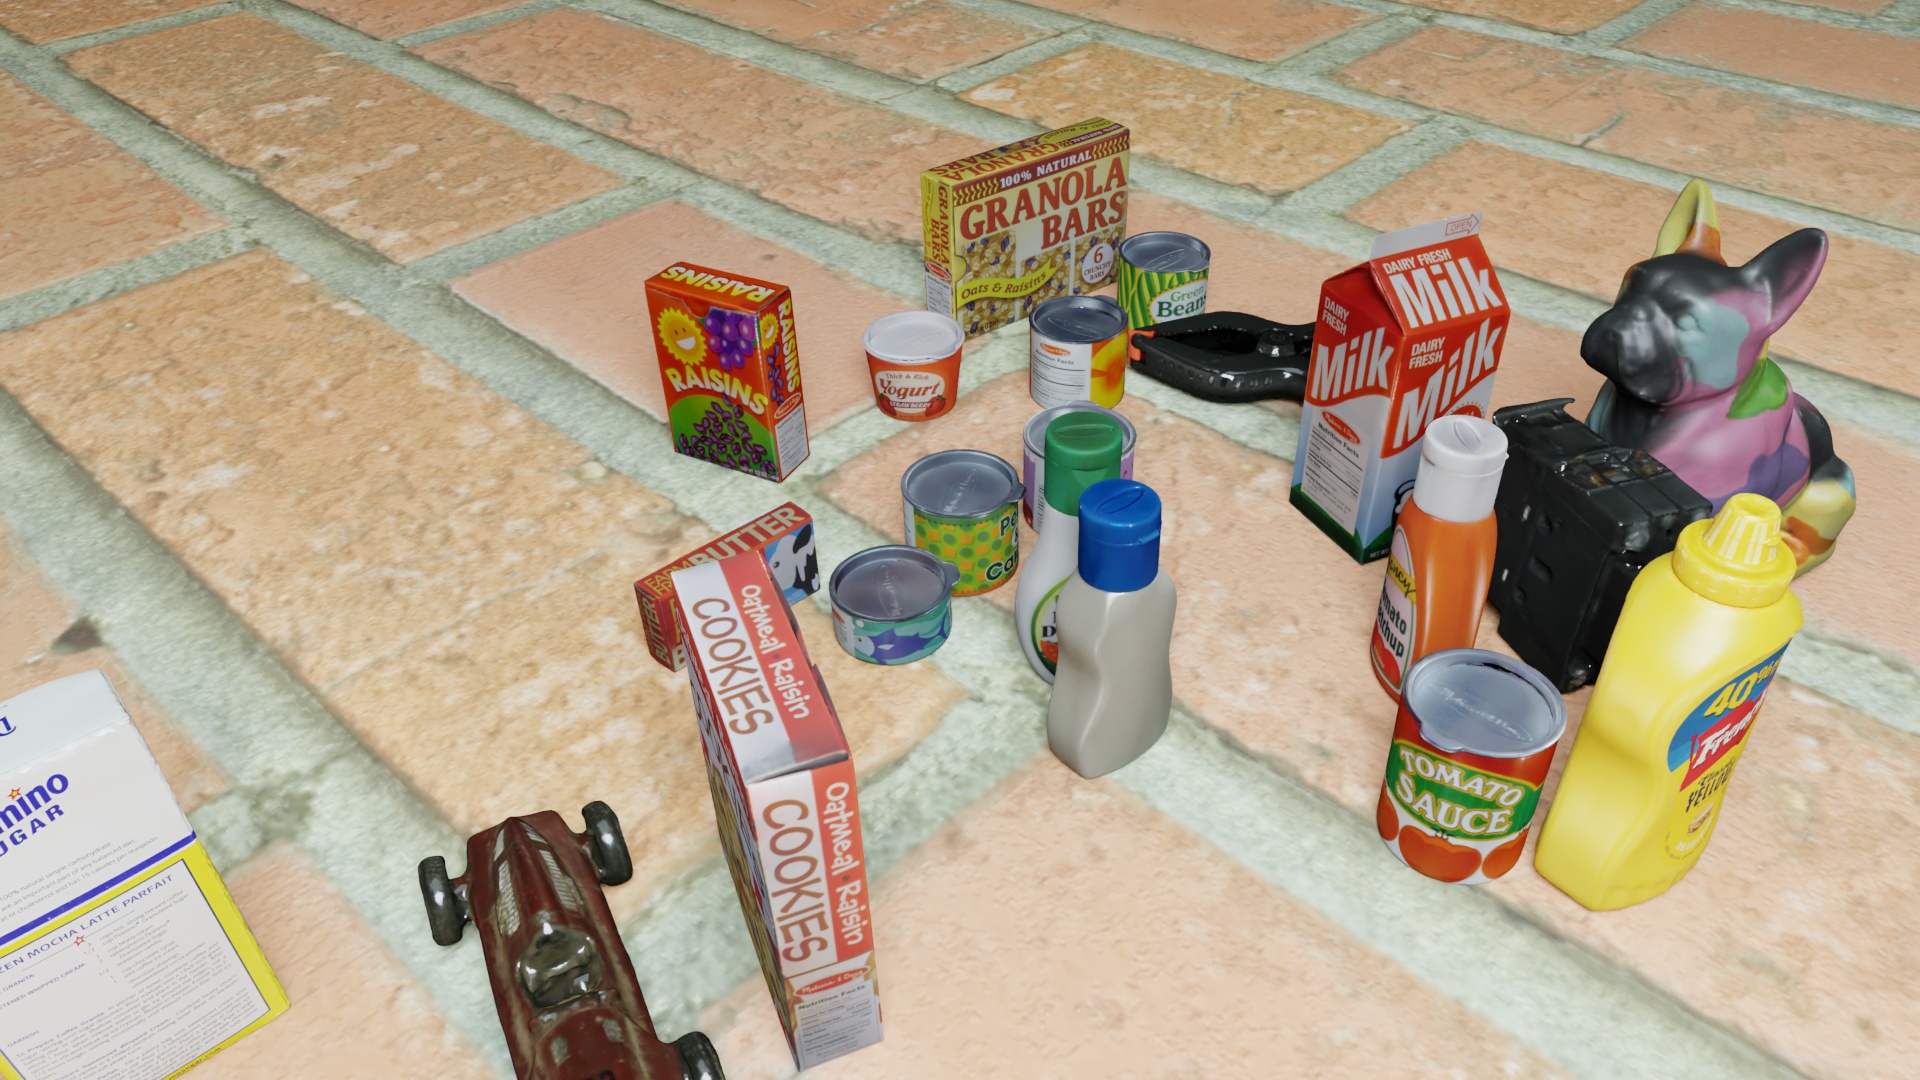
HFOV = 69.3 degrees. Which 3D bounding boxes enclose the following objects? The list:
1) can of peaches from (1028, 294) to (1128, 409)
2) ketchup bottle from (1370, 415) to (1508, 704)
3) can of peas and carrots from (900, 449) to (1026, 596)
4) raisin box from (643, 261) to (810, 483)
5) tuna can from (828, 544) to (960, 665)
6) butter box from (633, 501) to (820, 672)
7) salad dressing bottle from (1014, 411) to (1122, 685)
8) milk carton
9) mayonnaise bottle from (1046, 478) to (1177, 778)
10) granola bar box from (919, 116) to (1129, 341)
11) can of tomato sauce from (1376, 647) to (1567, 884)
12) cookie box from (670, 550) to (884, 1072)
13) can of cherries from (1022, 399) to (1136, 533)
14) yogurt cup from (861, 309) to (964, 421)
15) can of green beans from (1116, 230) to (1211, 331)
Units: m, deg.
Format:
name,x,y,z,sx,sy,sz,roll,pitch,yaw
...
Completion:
name,x,y,z,sx,sy,sz,roll,pitch,yaw
can of peaches,0.081,-0.126,0.938,0.071,0.057,0.071,-1,37,1
ketchup bottle,0.234,0.010,0.677,0.043,0.148,0.065,-3,37,-1
can of peas and carrots,0.003,-0.010,0.787,0.071,0.058,0.071,-1,37,1
raisin box,-0.144,-0.104,0.865,0.086,0.122,0.040,18,41,24
tuna can,-0.035,0.034,0.752,0.071,0.032,0.071,-1,37,1
butter box,-0.124,0.024,0.752,0.104,0.052,0.024,-30,45,-32
salad dressing bottle,0.059,0.007,0.689,0.064,0.146,0.044,-6,37,-5
milk carton,0.244,-0.088,0.773,0.072,0.189,0.074,-16,39,-18
mayonnaise bottle,0.071,0.041,0.644,0.065,0.147,0.041,-27,44,-29
granola bar box,0.050,-0.229,1.022,0.166,0.123,0.039,-26,43,-28
can of tomato sauce,0.222,0.101,0.611,0.071,0.082,0.071,-1,37,1
cookie box,-0.071,0.106,0.548,0.040,0.166,0.123,-15,39,-16
can of cherries,0.071,-0.041,0.826,0.071,0.058,0.072,-1,37,1
yogurt cup,-0.031,-0.116,0.933,0.072,0.053,0.073,-1,37,1
can of green beans,0.147,-0.186,1.015,0.071,0.057,0.071,-1,37,1
